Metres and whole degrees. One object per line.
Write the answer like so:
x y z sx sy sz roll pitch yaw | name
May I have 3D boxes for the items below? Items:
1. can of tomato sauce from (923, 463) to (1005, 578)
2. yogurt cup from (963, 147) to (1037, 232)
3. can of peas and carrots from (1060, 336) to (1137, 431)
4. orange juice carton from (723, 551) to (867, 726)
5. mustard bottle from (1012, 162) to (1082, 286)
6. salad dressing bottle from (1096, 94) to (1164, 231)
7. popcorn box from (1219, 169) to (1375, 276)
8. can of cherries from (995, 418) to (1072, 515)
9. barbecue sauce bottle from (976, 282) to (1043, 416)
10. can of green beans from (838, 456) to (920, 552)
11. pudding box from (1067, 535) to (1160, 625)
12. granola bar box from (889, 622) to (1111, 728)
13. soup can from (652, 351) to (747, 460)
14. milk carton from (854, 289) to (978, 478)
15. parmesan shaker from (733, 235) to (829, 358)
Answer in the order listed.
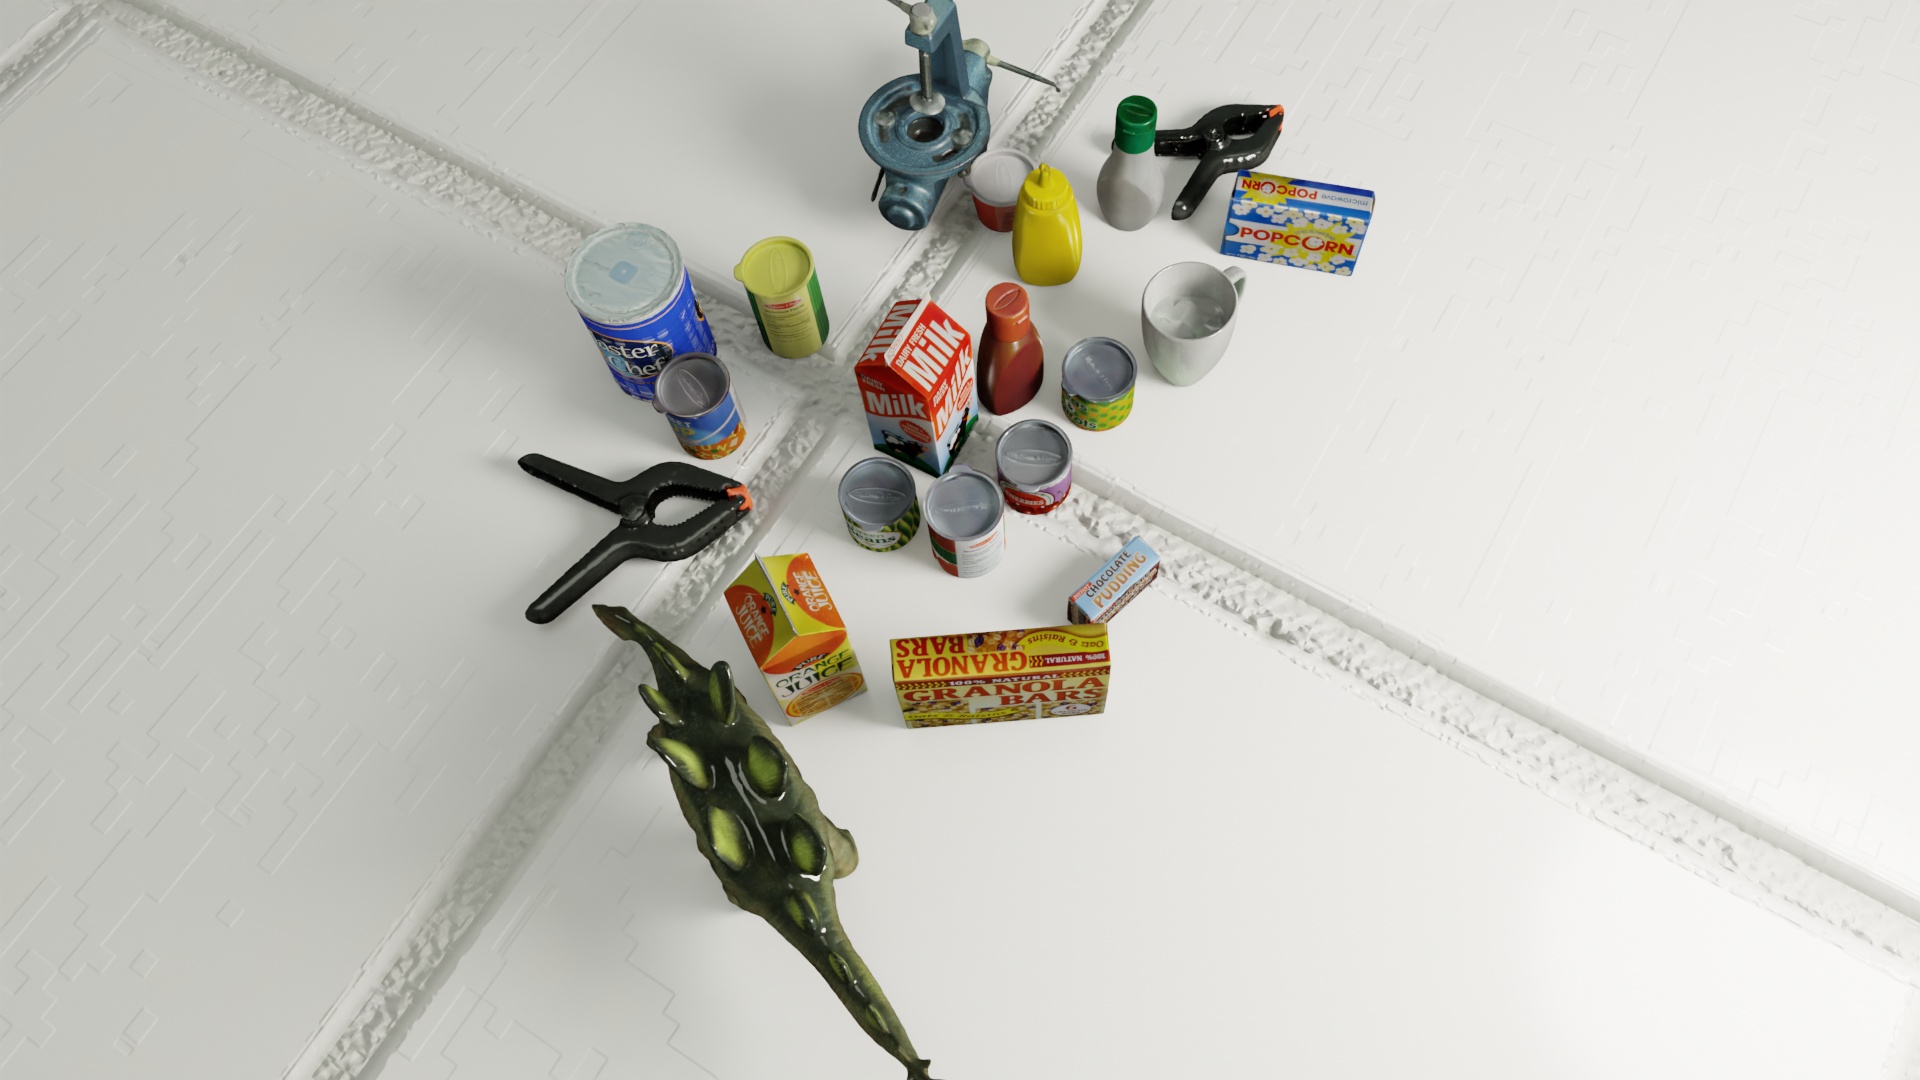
0.004 -0.015 1.174 0.071 0.082 0.071 -1 66 3 | can of tomato sauce
0.042 -0.334 1.334 0.072 0.053 0.072 -1 66 3 | yogurt cup
0.121 -0.137 1.237 0.071 0.058 0.071 -1 66 3 | can of peas and carrots
-0.128 0.074 1.081 0.073 0.192 0.072 -25 67 -8 | orange juice carton
0.078 -0.291 1.254 0.065 0.159 0.049 0 66 3 | mustard bottle
0.159 -0.347 1.282 0.064 0.147 0.044 22 69 13 | salad dressing bottle
0.310 -0.293 1.284 0.127 0.085 0.038 12 67 8 | popcorn box
0.063 -0.061 1.206 0.071 0.058 0.072 -1 66 3 | can of cherries
0.042 -0.167 1.206 0.065 0.148 0.044 -40 70 -14 | barbecue sauce bottle
-0.069 -0.030 1.199 0.071 0.057 0.071 -1 66 3 | can of green beans
0.128 0.039 1.161 0.084 0.049 0.030 -41 70 -14 | pudding box
0.033 0.109 1.094 0.166 0.123 0.039 -5 66 1 | granola bar box
-0.231 -0.117 1.233 0.071 0.083 0.071 -1 66 3 | soup can
-0.036 -0.133 1.171 0.073 0.189 0.072 25 70 14 | milk carton
-0.161 -0.220 1.266 0.071 0.102 0.071 -1 66 3 | parmesan shaker
